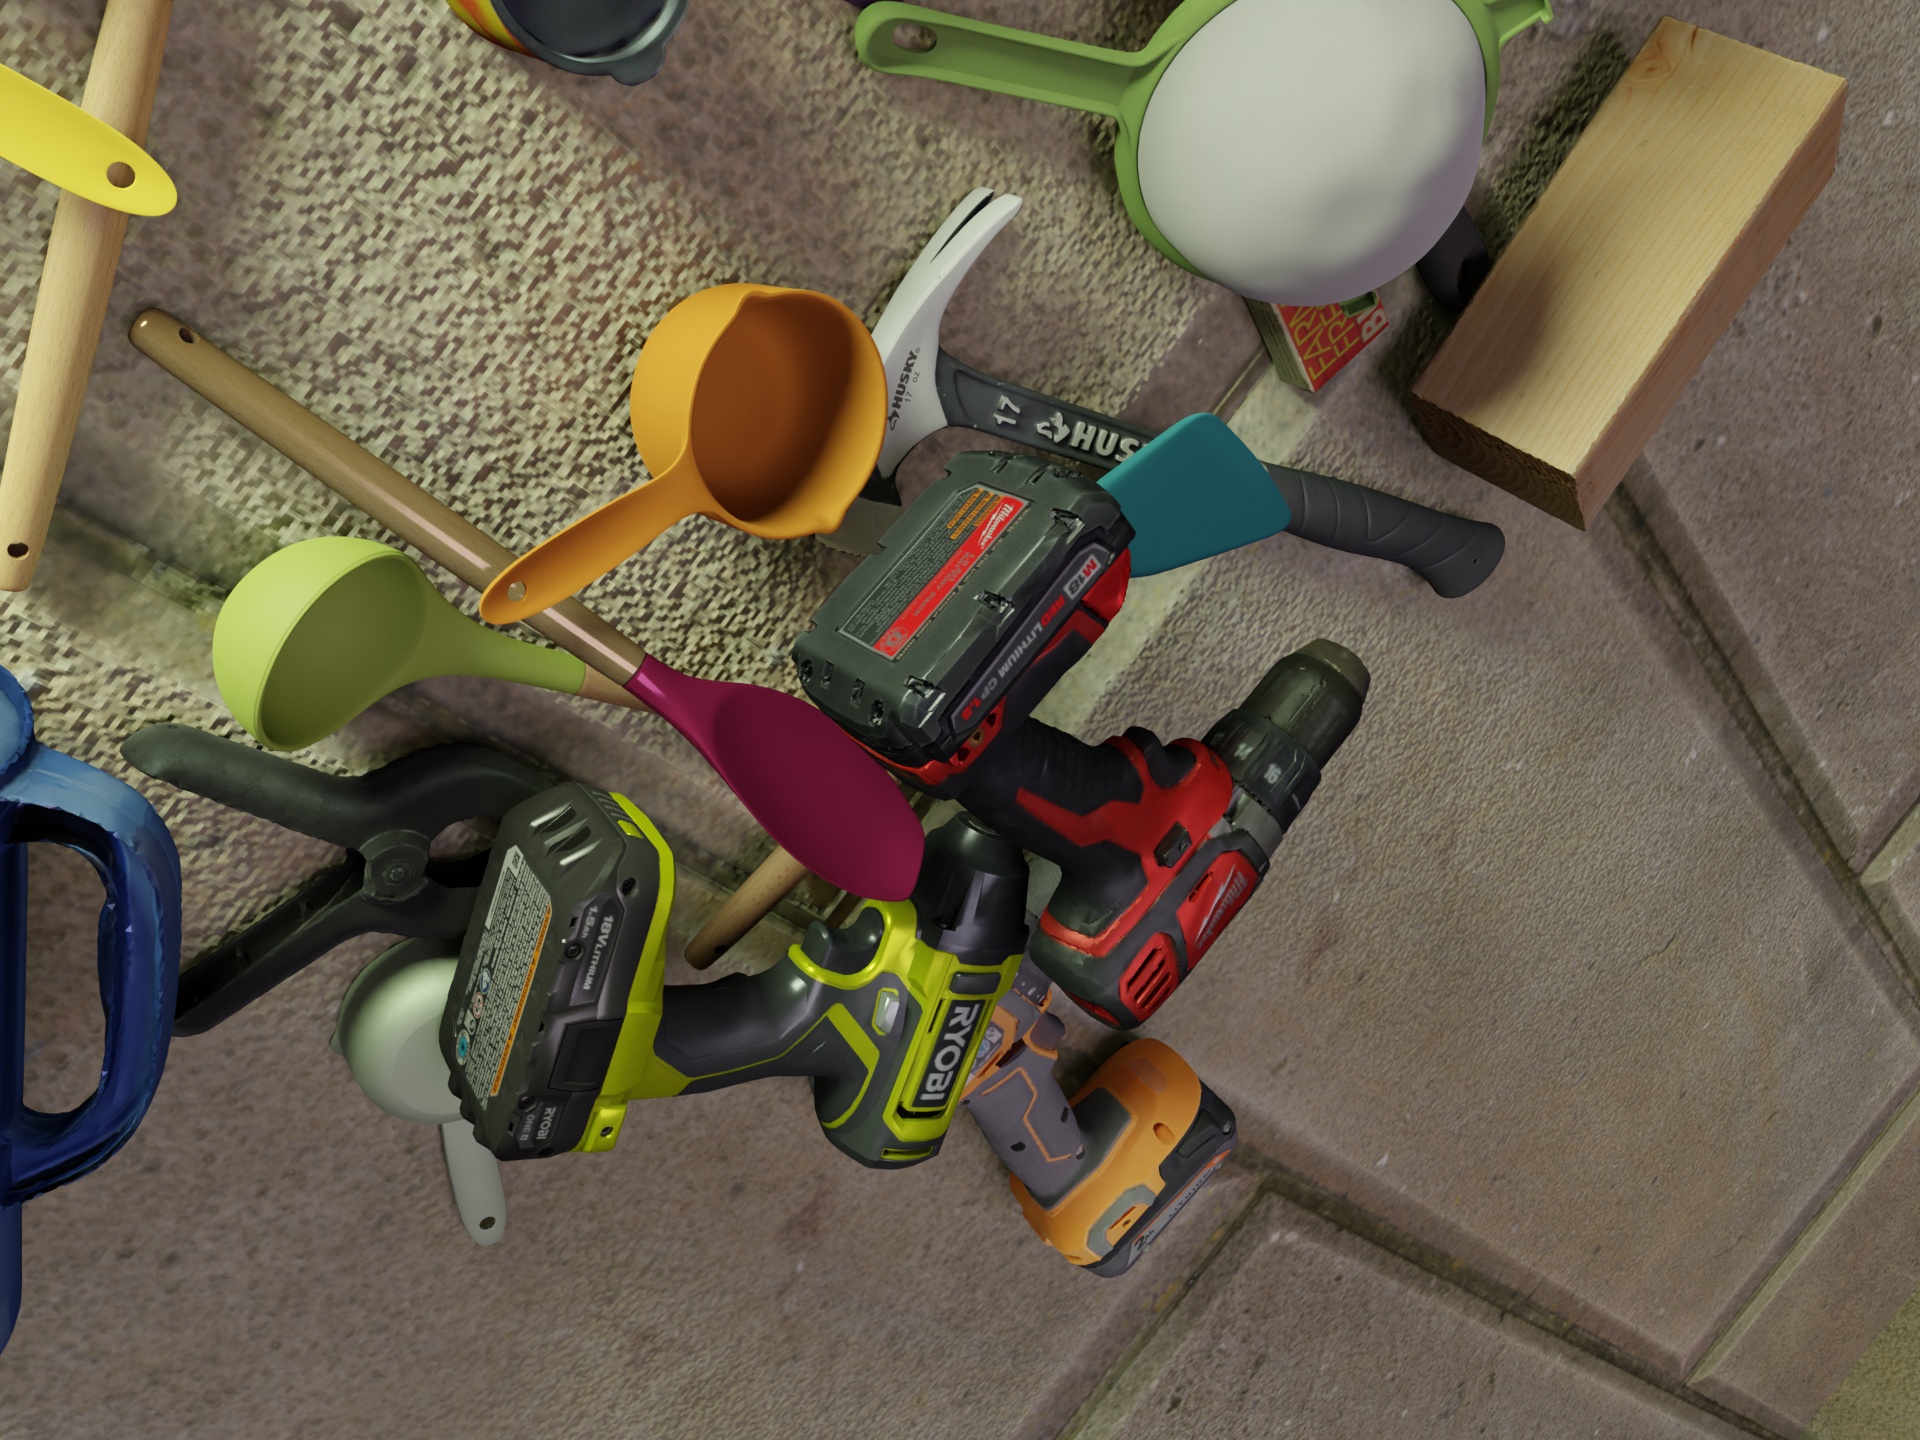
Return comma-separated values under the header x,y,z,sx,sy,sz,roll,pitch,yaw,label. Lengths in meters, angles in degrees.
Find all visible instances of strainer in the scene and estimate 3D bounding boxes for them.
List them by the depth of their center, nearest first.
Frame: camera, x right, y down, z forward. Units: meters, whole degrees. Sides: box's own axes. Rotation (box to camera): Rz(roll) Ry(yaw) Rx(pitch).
x,y,z,sx,sy,sz,roll,pitch,yaw,label
0.088,-0.214,0.585,0.256,0.069,0.151,5,141,-19,strainer

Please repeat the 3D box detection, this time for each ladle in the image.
x,y,z,sx,sy,sz,roll,pitch,yaw,label
-0.238,-0.181,0.449,0.069,0.031,0.315,9,111,-38,ladle
-0.120,-0.006,0.610,0.320,0.062,0.078,13,115,-41,ladle

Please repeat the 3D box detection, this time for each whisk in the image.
x,y,z,sx,sy,sz,roll,pitch,yaw,label
0.172,-0.264,0.668,0.073,0.073,0.295,-52,138,1,whisk

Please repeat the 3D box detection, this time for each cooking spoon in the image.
x,y,z,sx,sy,sz,roll,pitch,yaw,label
-0.133,-0.032,0.544,0.318,0.069,0.017,38,131,-23,cooking spoon

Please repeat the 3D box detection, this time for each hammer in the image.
x,y,z,sx,sy,sz,roll,pitch,yaw,label
0.123,-0.115,0.730,0.408,0.036,0.149,8,109,-38,hammer

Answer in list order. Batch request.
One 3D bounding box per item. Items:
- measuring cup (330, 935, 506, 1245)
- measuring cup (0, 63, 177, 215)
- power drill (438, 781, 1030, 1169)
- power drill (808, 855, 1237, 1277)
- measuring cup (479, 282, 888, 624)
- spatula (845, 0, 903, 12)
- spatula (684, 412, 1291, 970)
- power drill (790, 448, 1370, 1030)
x,y,z,sx,sy,sz,roll,pitch,yaw,label
-0.204,0.165,0.657,0.083,0.038,0.167,-18,122,-26,measuring cup
-0.283,-0.178,0.411,0.156,0.029,0.062,27,99,-39,measuring cup
-0.076,0.097,0.635,0.223,0.080,0.171,9,108,-38,power drill
0.054,0.171,0.816,0.185,0.084,0.226,-48,127,-3,power drill
-0.105,-0.089,0.556,0.173,0.052,0.095,-39,130,-25,measuring cup
-0.119,-0.282,0.444,0.315,0.018,0.060,10,149,-44,spatula
-0.001,-0.002,0.665,0.317,0.044,0.082,-45,135,6,spatula
0.064,-0.003,0.614,0.188,0.080,0.226,-50,129,-9,power drill
